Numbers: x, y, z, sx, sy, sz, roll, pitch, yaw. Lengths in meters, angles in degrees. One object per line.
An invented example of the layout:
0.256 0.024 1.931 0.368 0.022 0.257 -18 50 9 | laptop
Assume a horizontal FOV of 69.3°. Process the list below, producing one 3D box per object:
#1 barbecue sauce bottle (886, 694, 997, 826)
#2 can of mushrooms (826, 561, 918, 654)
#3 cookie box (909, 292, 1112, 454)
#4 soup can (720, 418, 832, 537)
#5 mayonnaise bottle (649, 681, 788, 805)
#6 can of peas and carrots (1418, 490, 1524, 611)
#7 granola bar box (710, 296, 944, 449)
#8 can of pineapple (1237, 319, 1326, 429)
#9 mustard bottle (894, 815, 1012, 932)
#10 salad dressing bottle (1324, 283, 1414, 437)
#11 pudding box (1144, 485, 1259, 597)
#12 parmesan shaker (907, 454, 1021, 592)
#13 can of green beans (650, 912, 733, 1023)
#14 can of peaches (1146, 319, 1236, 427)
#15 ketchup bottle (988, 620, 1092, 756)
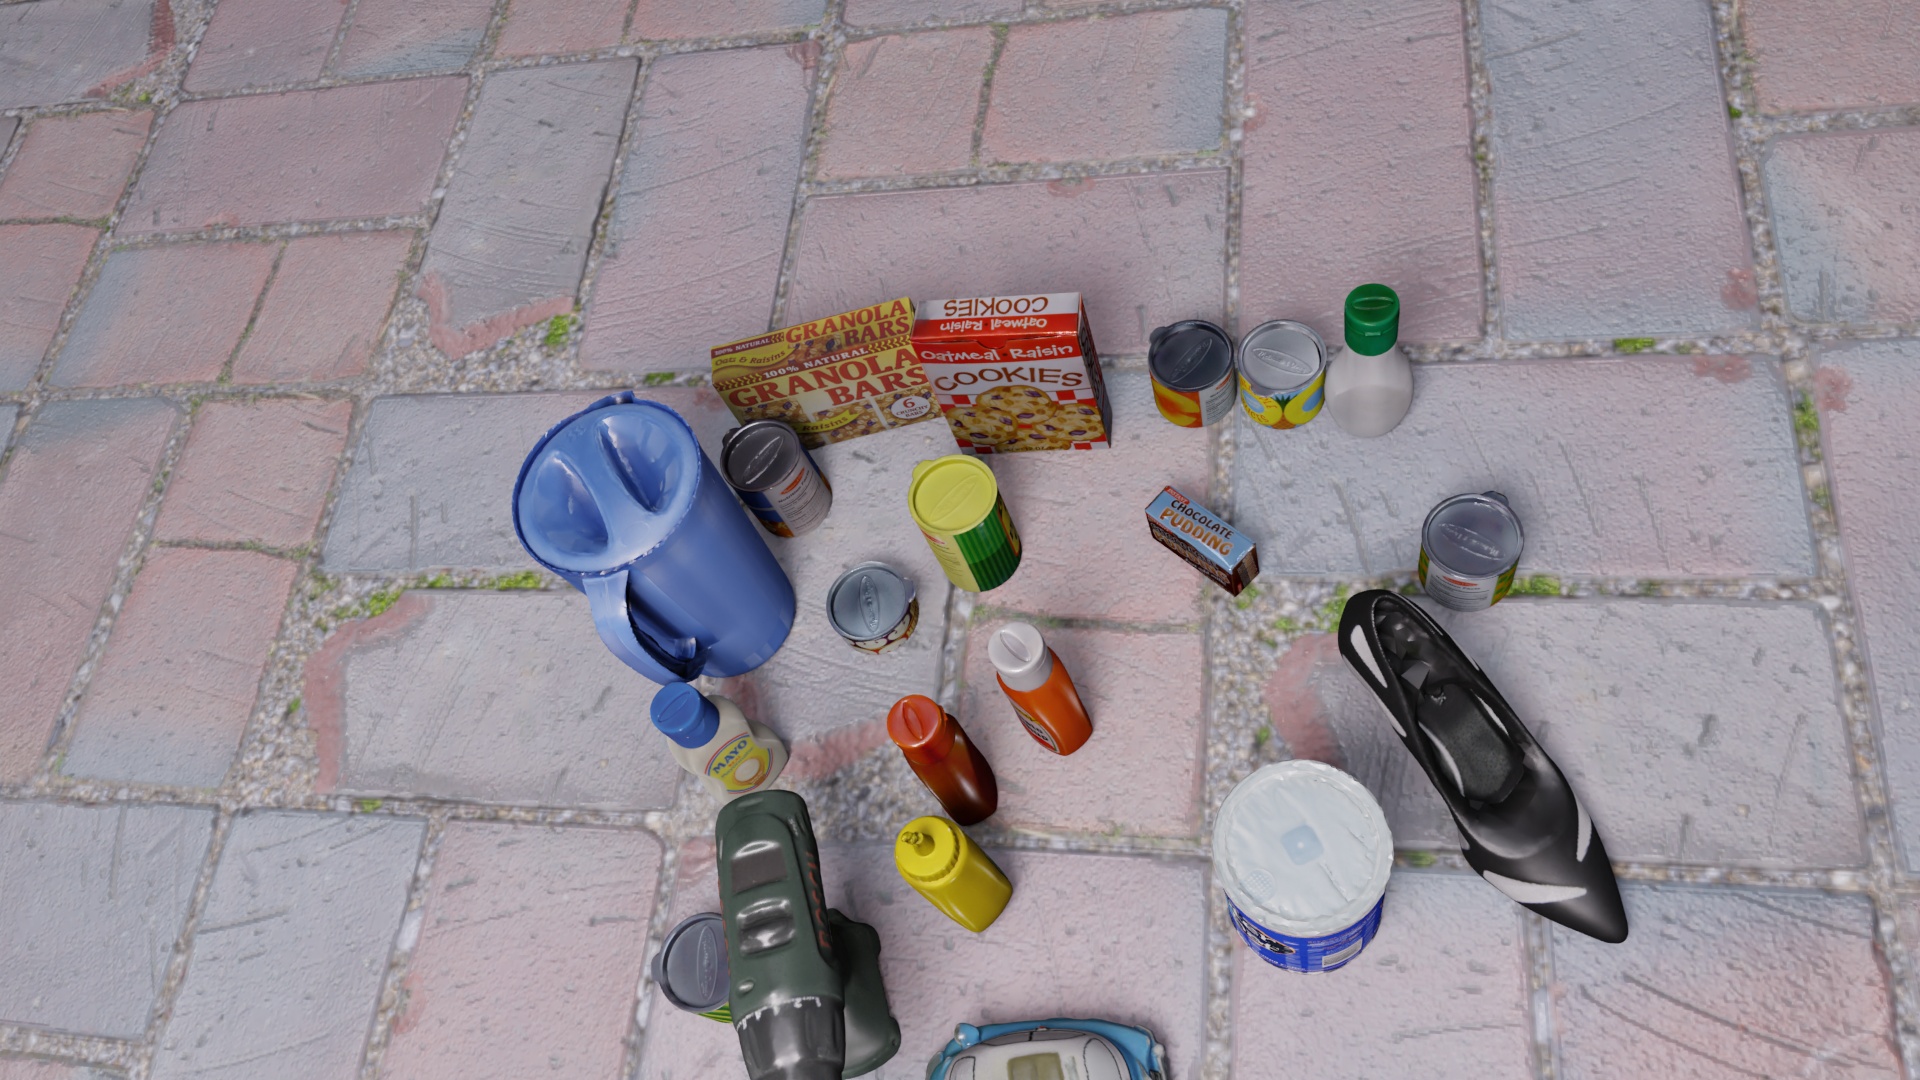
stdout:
-0.013 0.145 0.943 0.044 0.148 0.065 -25 61 1 | barbecue sauce bottle
-0.065 0.052 1.070 0.071 0.033 0.071 -6 62 12 | can of mushrooms
0.043 -0.122 1.055 0.123 0.167 0.040 -1 64 14 | cookie box
-0.148 -0.050 1.115 0.071 0.083 0.071 -6 63 12 | soup can
-0.174 0.143 0.986 0.065 0.147 0.041 -45 62 -9 | mayonnaise bottle
0.356 0.007 0.971 0.071 0.058 0.071 -6 63 12 | can of peas and carrots
-0.101 -0.129 1.120 0.165 0.123 0.039 -13 62 8 | granola bar box
0.246 -0.126 1.067 0.071 0.057 0.071 -6 63 12 | can of pineapple
-0.010 0.211 0.902 0.065 0.159 0.049 34 77 26 | mustard bottle
0.296 -0.128 1.004 0.064 0.147 0.044 -1 64 14 | salad dressing bottle
0.179 0.000 1.025 0.084 0.049 0.030 38 78 27 | pudding box
0.004 -0.013 1.046 0.071 0.102 0.071 -6 63 12 | parmesan shaker
-0.167 0.295 0.958 0.071 0.057 0.071 -6 63 12 | can of green beans
0.180 -0.131 1.087 0.071 0.058 0.071 -6 63 12 | can of peaches
0.052 0.098 0.951 0.043 0.148 0.065 -43 62 -8 | ketchup bottle
